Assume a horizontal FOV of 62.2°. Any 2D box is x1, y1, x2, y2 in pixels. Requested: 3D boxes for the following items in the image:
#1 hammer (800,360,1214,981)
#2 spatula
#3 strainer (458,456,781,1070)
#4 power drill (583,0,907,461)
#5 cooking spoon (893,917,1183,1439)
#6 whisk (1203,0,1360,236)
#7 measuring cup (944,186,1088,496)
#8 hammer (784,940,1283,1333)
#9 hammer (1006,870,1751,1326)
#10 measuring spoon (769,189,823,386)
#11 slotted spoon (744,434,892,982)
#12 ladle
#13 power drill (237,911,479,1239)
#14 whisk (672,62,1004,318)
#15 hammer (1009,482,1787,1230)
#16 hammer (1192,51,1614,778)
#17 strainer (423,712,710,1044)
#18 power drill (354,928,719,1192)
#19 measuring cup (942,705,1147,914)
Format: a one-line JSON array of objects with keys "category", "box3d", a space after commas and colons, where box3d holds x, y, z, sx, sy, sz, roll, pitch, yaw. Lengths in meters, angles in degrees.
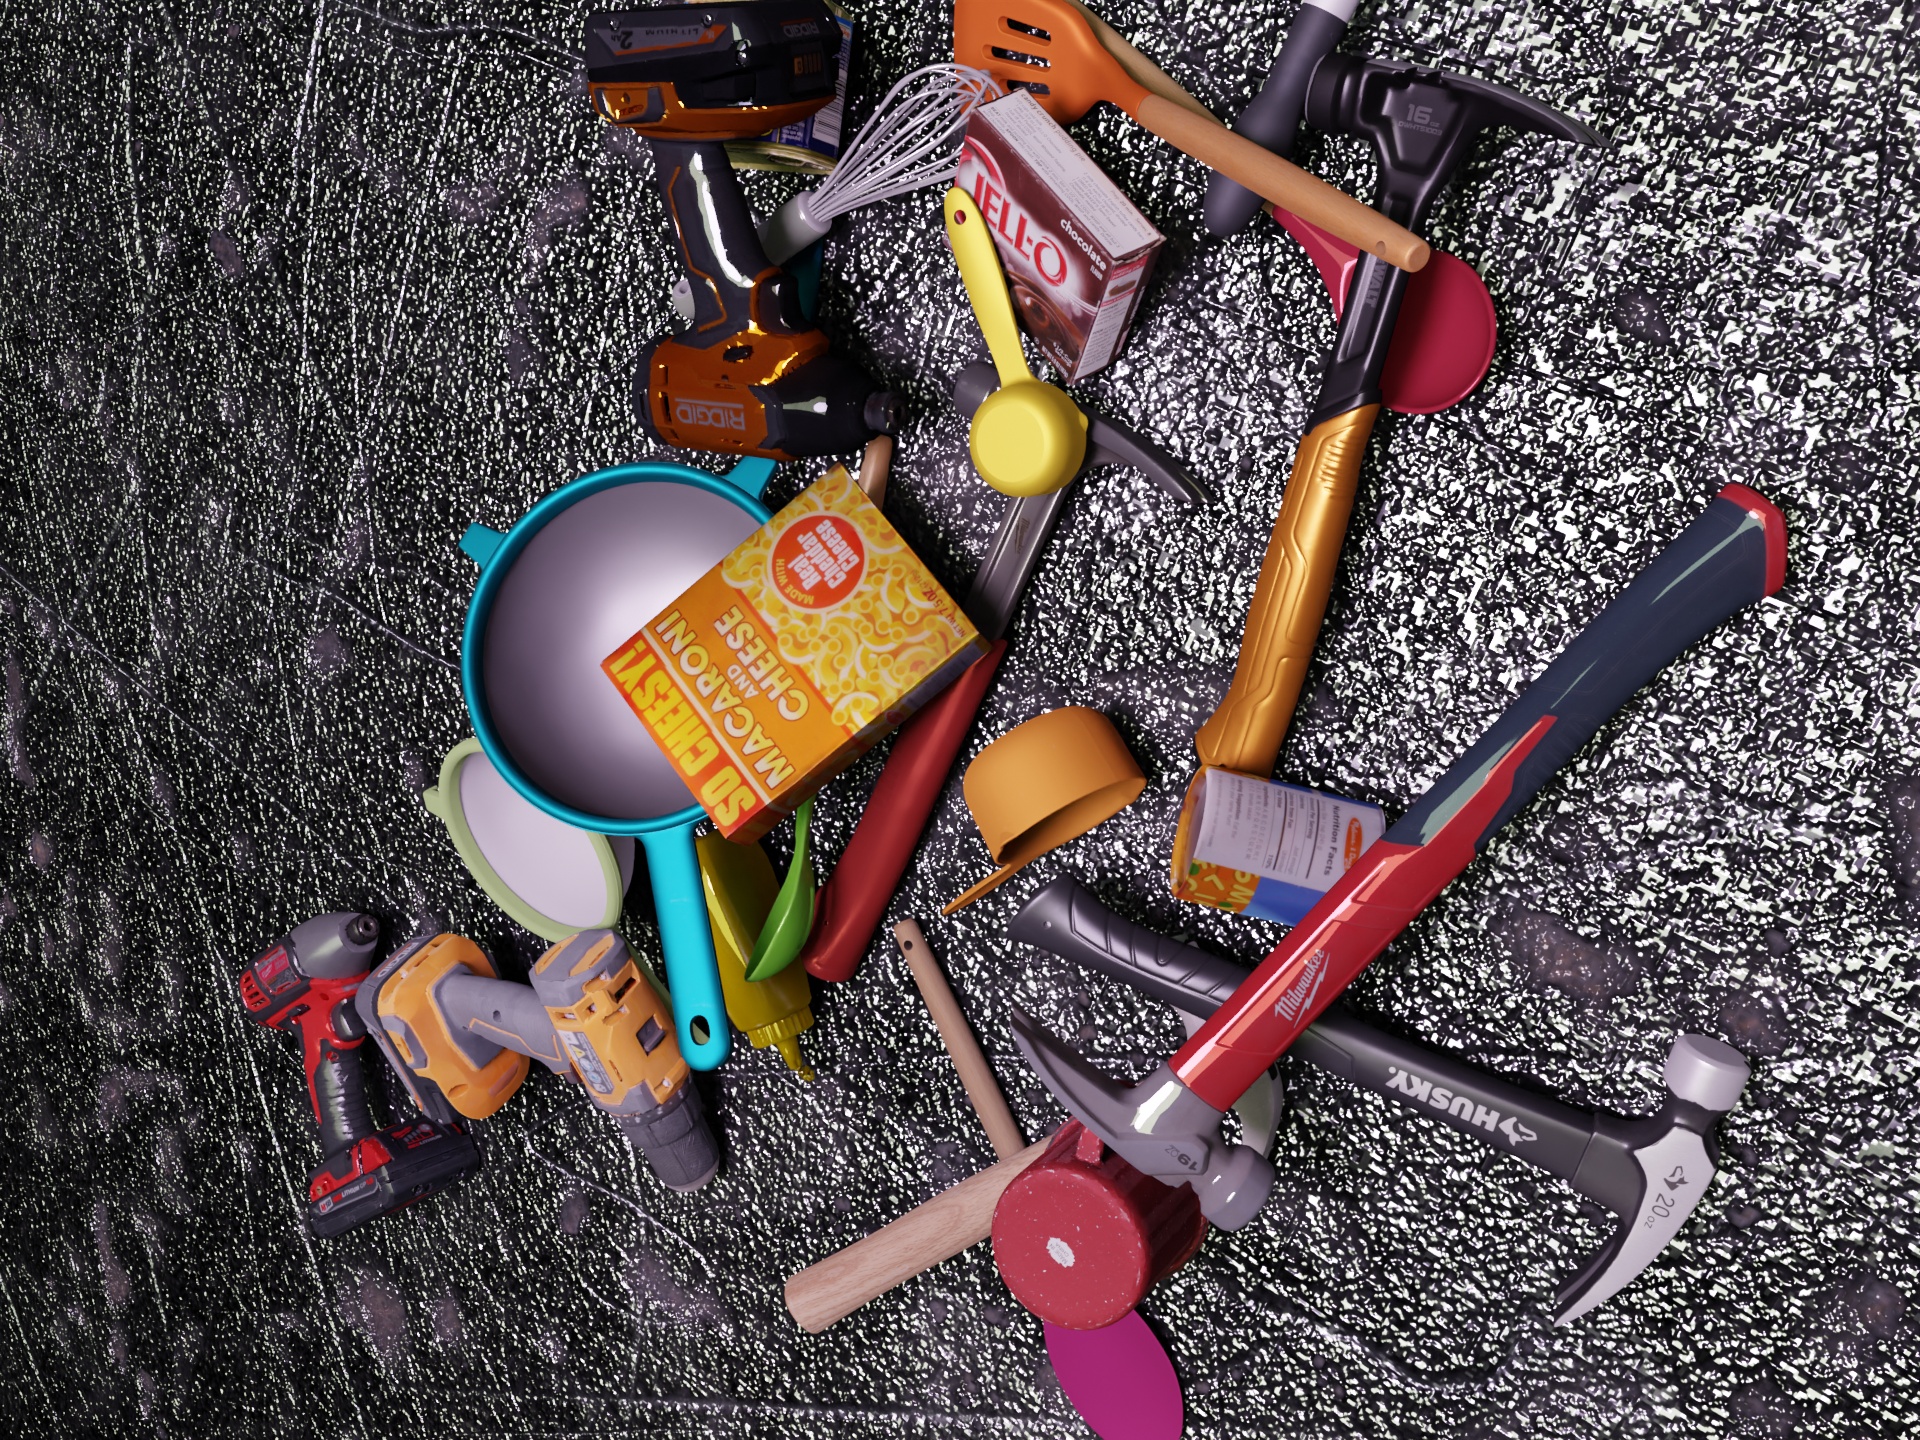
[{"category": "hammer", "box3d": [-0.001, -0.003, 0.867, 0.149, 0.036, 0.359, 34, 113, 24]}, {"category": "spatula", "box3d": [0.091, -0.264, 0.714, 0.323, 0.041, 0.081, 50, 151, 43]}, {"category": "strainer", "box3d": [-0.159, 0.026, 0.910, 0.211, 0.095, 0.340, -13, 80, 9]}, {"category": "power drill", "box3d": [-0.104, -0.244, 0.814, 0.164, 0.084, 0.226, 13, 121, 30]}, {"category": "cooking spoon", "box3d": [0.037, 0.257, 0.890, 0.069, 0.017, 0.319, -30, 81, 26]}, {"category": "whisk", "box3d": [0.176, -0.343, 0.683, 0.070, 0.070, 0.284, 35, 111, 23]}, {"category": "measuring cup", "box3d": [0.015, -0.185, 0.781, 0.062, 0.029, 0.156, -14, 99, 34]}, {"category": "hammer", "box3d": [0.031, 0.256, 0.865, 0.331, 0.031, 0.130, -37, 78, 23]}, {"category": "hammer", "box3d": [0.175, 0.157, 0.755, 0.335, 0.035, 0.146, 22, 108, 19]}, {"category": "measuring spoon", "box3d": [-0.095, -0.234, 0.900, 0.042, 0.021, 0.128, 14, 104, 30]}, {"category": "slotted spoon", "box3d": [-0.075, -0.005, 0.890, 0.031, 0.070, 0.314, 11, 92, -10]}, {"category": "ladle", "box3d": [0.133, -0.259, 0.751, 0.316, 0.031, 0.069, 49, 118, 19]}, {"category": "power drill", "box3d": [-0.442, 0.249, 1.160, 0.143, 0.078, 0.220, -31, 77, 31]}, {"category": "whisk", "box3d": [-0.073, -0.277, 0.853, 0.246, 0.059, 0.058, -21, 49, 37]}, {"category": "hammer", "box3d": [0.190, 0.044, 0.685, 0.143, 0.038, 0.386, 40, 102, -5]}, {"category": "hammer", "box3d": [0.172, -0.112, 0.715, 0.127, 0.034, 0.336, 30, 120, 34]}, {"category": "strainer", "box3d": [-0.222, 0.105, 1.012, 0.151, 0.069, 0.256, -31, 98, 45]}, {"category": "power drill", "box3d": [-0.264, 0.220, 1.025, 0.226, 0.084, 0.185, -5, 119, 34]}, {"category": "measuring cup", "box3d": [0.025, 0.050, 0.842, 0.173, 0.095, 0.052, -44, 68, 48]}]
